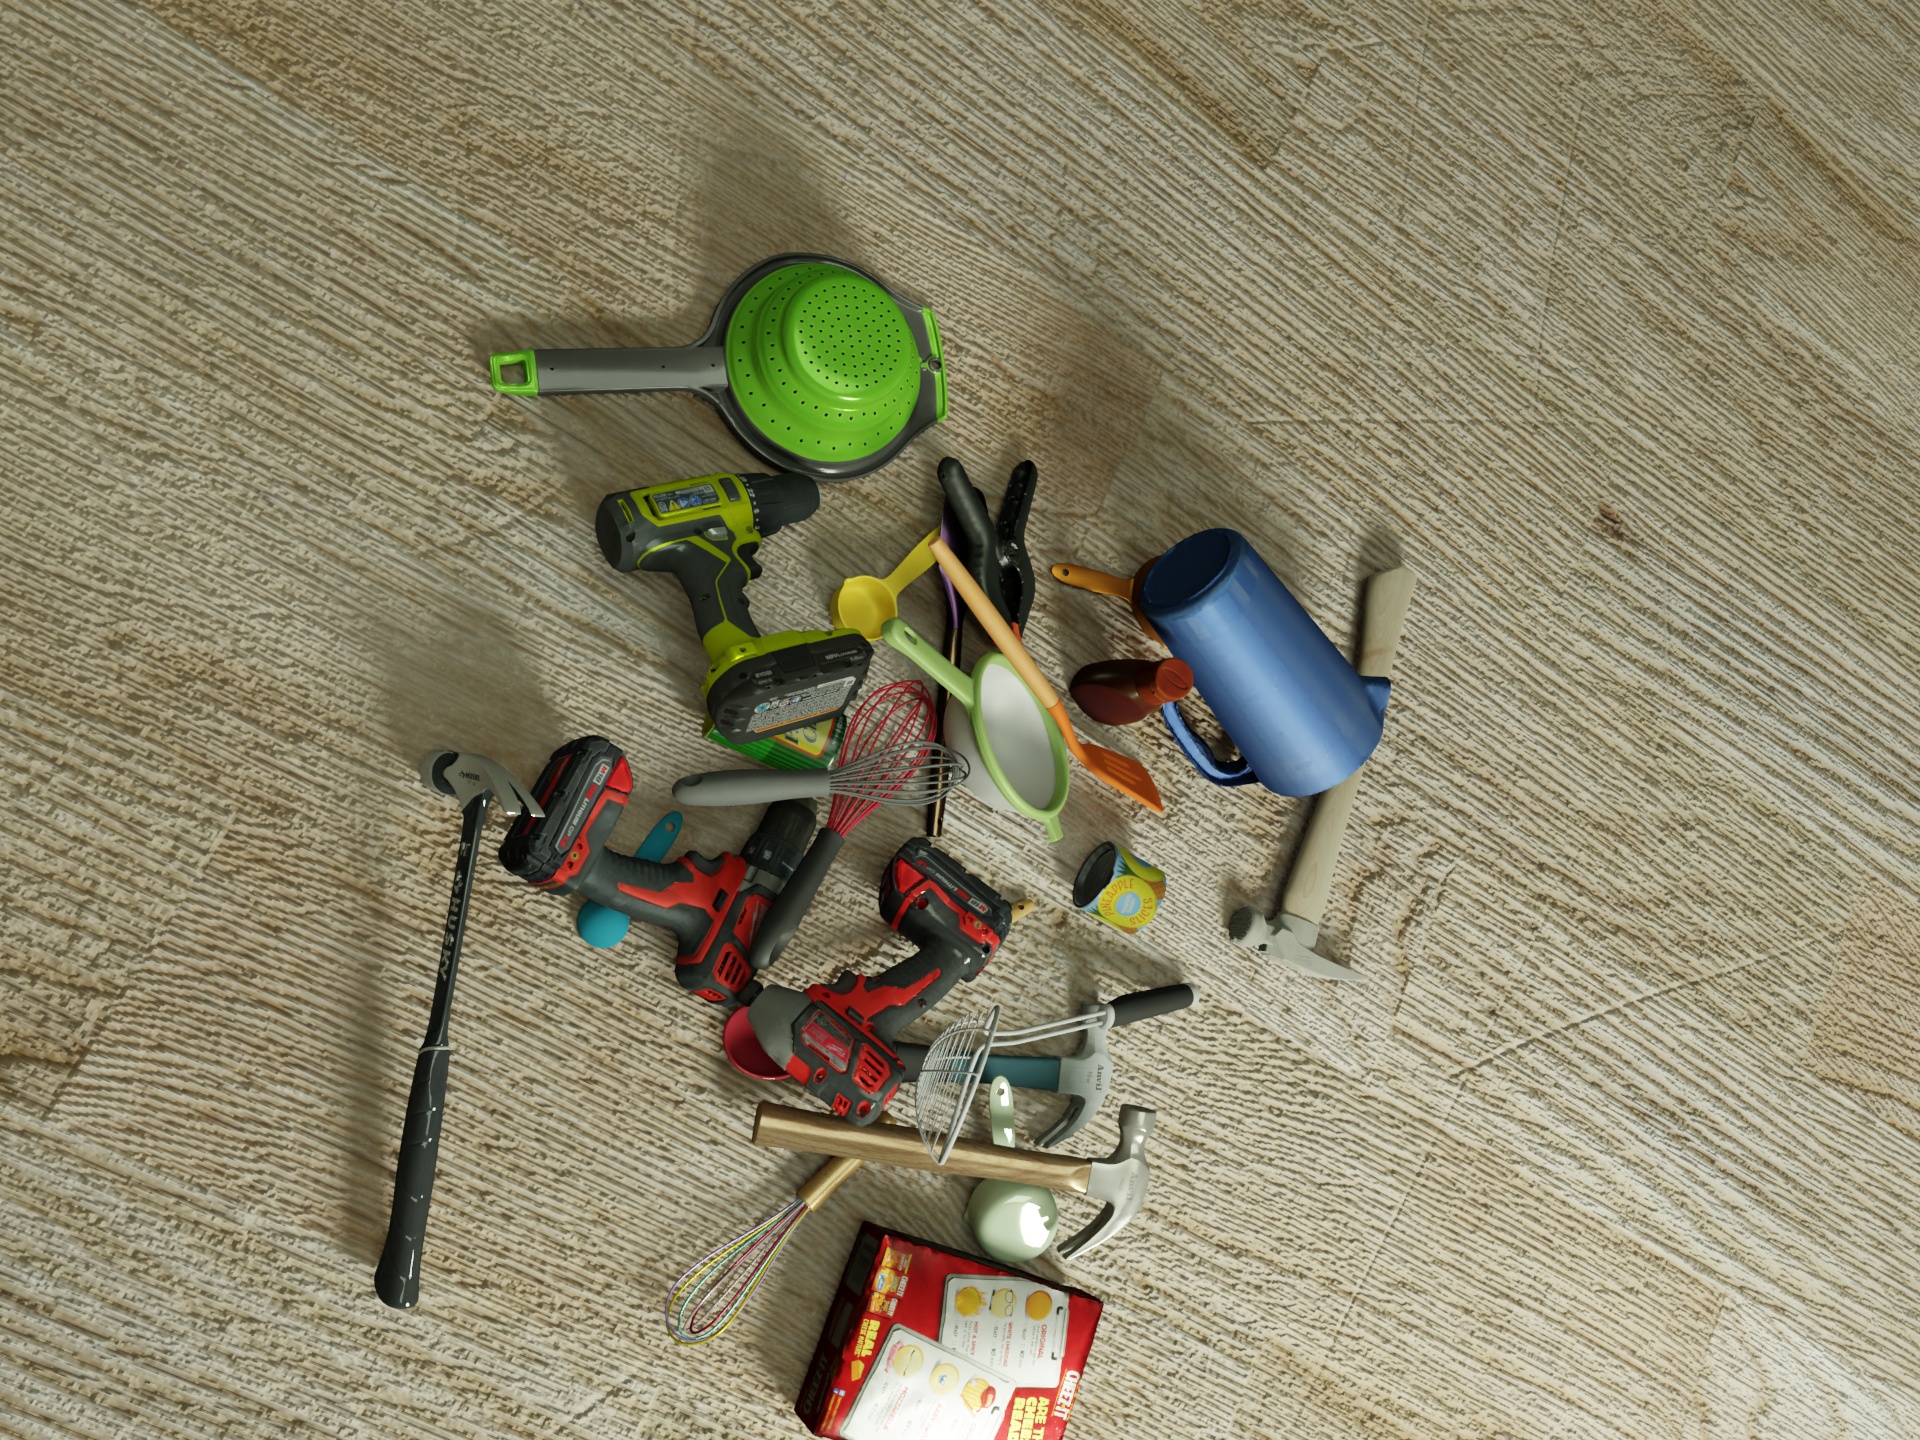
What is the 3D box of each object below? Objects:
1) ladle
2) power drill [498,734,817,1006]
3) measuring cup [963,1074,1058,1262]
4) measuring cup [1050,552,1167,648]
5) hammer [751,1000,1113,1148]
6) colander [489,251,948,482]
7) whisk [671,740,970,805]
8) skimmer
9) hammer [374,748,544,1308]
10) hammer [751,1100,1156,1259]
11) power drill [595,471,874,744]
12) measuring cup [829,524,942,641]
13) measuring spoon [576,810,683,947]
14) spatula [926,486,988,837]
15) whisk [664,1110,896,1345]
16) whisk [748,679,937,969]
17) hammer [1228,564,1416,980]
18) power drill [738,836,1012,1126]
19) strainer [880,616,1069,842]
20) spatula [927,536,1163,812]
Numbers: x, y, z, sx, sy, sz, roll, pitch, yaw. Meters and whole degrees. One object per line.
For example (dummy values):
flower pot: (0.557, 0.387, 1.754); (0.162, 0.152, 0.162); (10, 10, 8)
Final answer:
ladle: (-0.061, 0.216, 1.333); (0.315, 0.031, 0.069); (-23, 68, -31)
power drill: (-0.226, 0.098, 1.263); (0.226, 0.080, 0.188); (36, 64, -24)
measuring cup: (0.043, 0.381, 1.341); (0.083, 0.038, 0.167); (-8, 106, -10)
measuring cup: (0.170, -0.124, 1.461); (0.173, 0.052, 0.095); (11, 81, -22)
hammer: (-0.023, 0.292, 1.356); (0.331, 0.033, 0.128); (9, 80, -20)
colander: (-0.182, -0.303, 1.320); (0.397, 0.094, 0.204); (-7, 87, -22)
whisk: (-0.108, 0.046, 1.255); (0.239, 0.055, 0.055); (-3, 86, -16)
skimmer: (0.099, 0.273, 1.314); (0.363, 0.090, 0.127); (-3, 121, -44)
hammer: (-0.385, 0.229, 1.183); (0.036, 0.149, 0.409); (10, 88, -43)
hammer: (-0.006, 0.359, 1.306); (0.331, 0.031, 0.130); (11, 86, -9)
power drill: (-0.165, -0.107, 1.283); (0.190, 0.080, 0.229); (-17, 64, -31)
measuring cup: (-0.056, -0.125, 1.394); (0.062, 0.029, 0.156); (52, 58, -13)
measuring spoon: (-0.262, 0.126, 1.284); (0.042, 0.021, 0.129); (37, 73, -14)
spatula: (-0.006, -0.054, 1.403); (0.059, 0.018, 0.316); (12, 80, -40)
whisk: (-0.140, 0.411, 1.293); (0.245, 0.047, 0.051); (-41, 114, -24)
whisk: (-0.097, 0.079, 1.303); (0.073, 0.073, 0.296); (38, 58, -14)
hammer: (0.381, 0.045, 1.536); (0.146, 0.038, 0.411); (24, 76, -19)
power drill: (-0.068, 0.204, 1.278); (0.143, 0.078, 0.220); (36, 53, 9)
strainer: (-0.002, -0.004, 1.334); (0.256, 0.069, 0.152); (40, 39, -41)
spatula: (0.074, -0.038, 1.372); (0.041, 0.081, 0.322); (-32, 117, 11)
